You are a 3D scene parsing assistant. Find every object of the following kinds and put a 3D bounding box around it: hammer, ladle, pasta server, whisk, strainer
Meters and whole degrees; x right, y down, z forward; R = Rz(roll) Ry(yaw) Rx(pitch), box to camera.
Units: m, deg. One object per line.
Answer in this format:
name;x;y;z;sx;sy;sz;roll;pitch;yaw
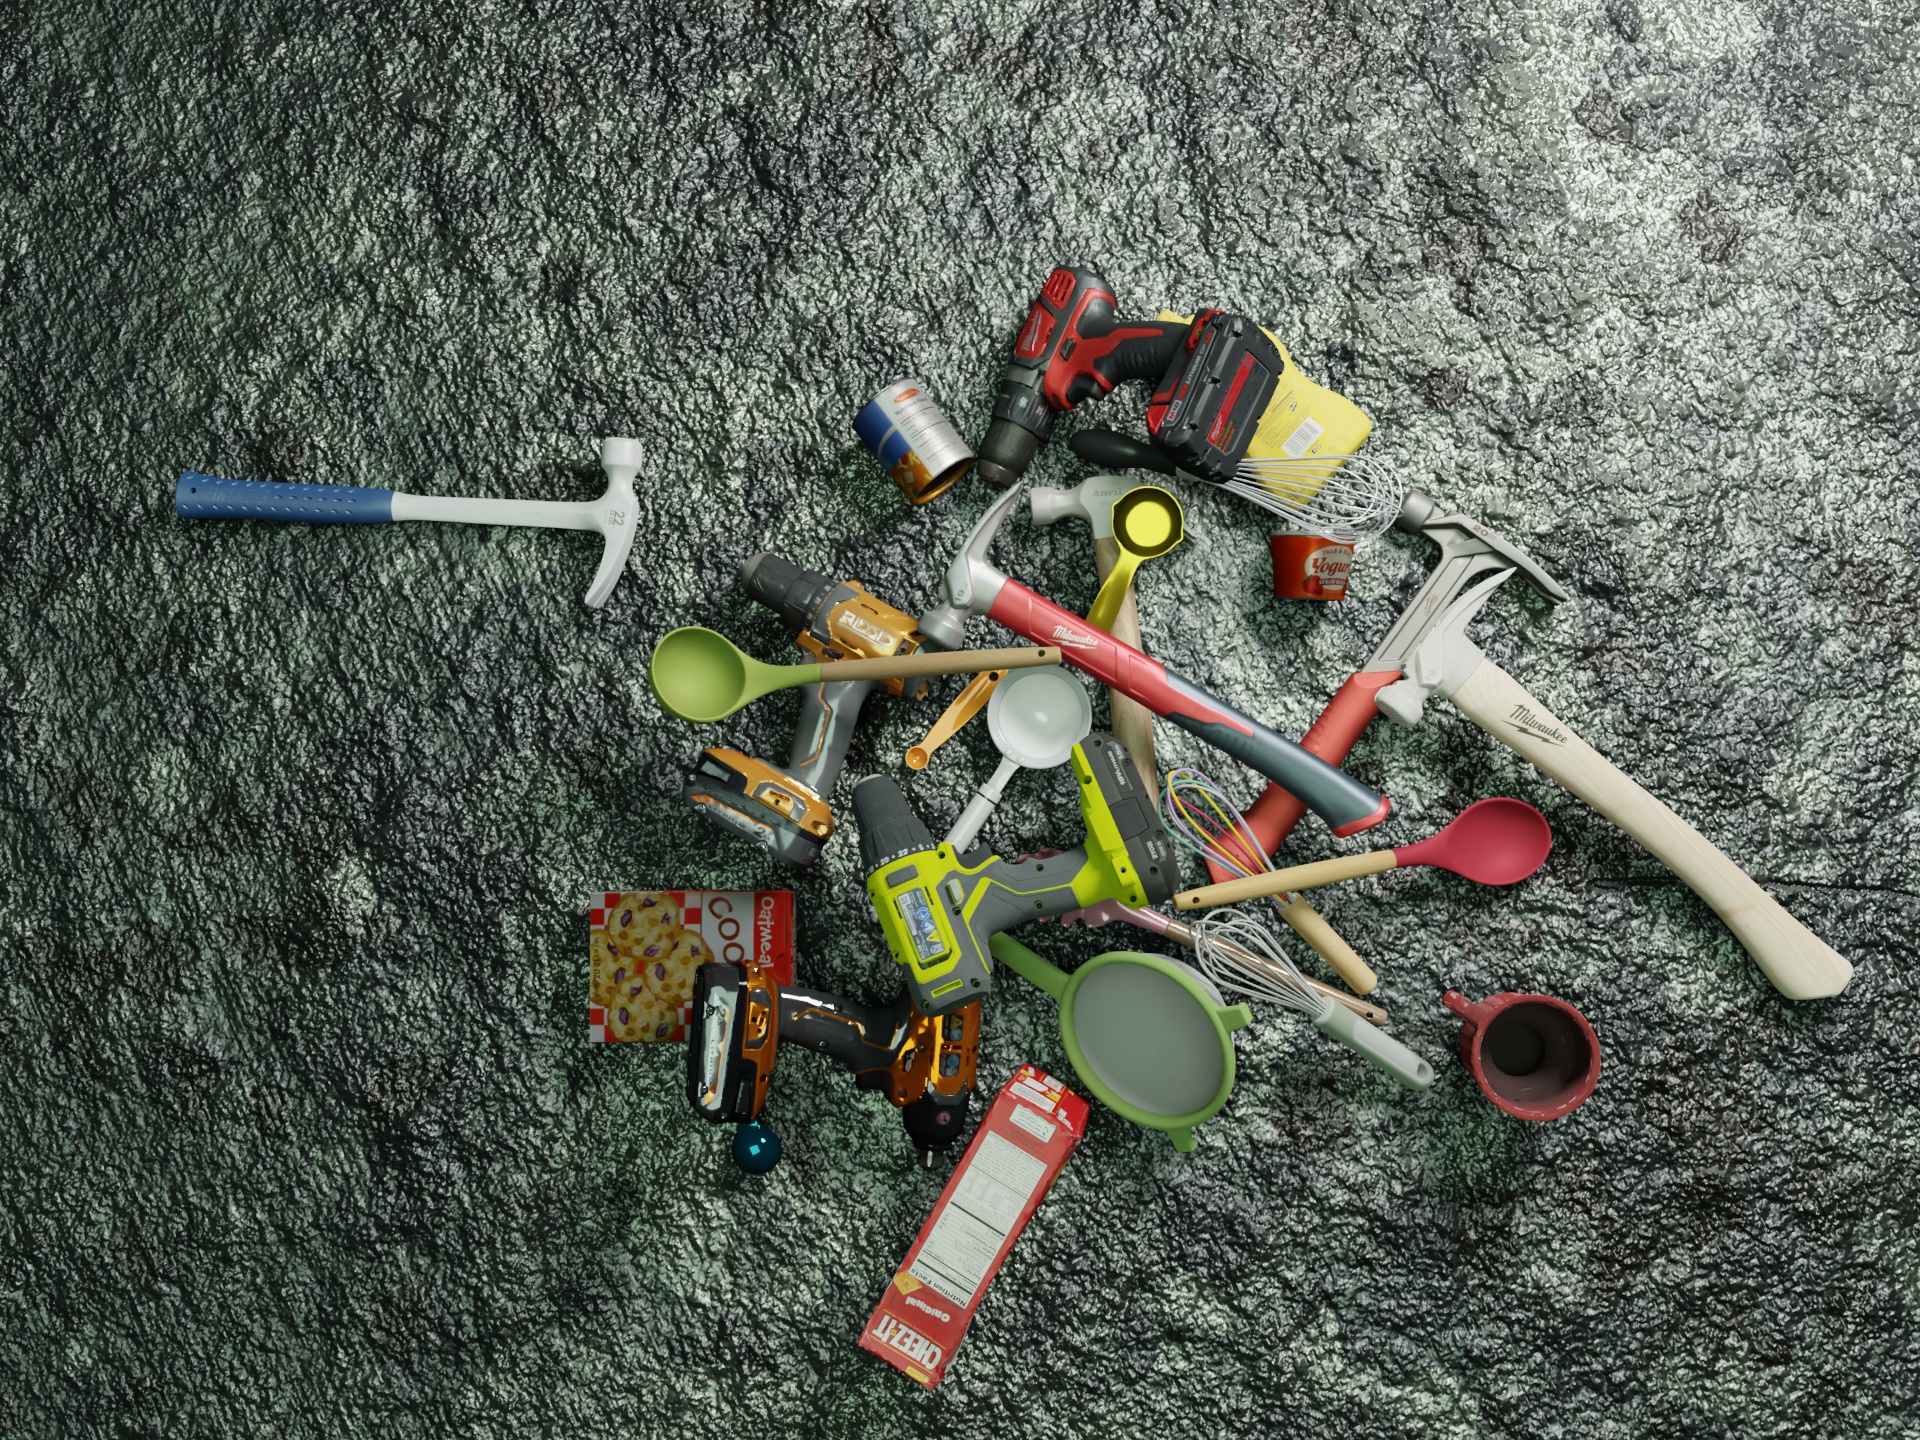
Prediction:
hammer;0.138;-0.035;1.293;0.130;0.031;0.331;-6;85;6
hammer;-0.476;-0.178;1.366;0.405;0.035;0.144;4;86;6
hammer;0.319;-0.002;1.268;0.149;0.036;0.359;36;90;8
ladle;0.308;0.112;1.219;0.315;0.031;0.069;-9;89;-15
ladle;-0.083;-0.043;1.223;0.320;0.062;0.078;-4;72;9
pasta server;0.189;0.177;1.268;0.316;0.040;0.060;23;101;6
whisk;0.211;-0.194;1.253;0.285;0.070;0.070;18;88;29
strainer;0.115;0.214;1.264;0.256;0.069;0.151;30;123;24
strainer;0.027;0.052;1.286;0.087;0.050;0.258;34;89;16
hammer;0.521;0.060;1.223;0.410;0.038;0.146;40;89;1
hammer;0.166;-0.036;1.239;0.386;0.038;0.143;30;91;4
whisk;0.272;0.217;1.216;0.246;0.059;0.058;34;61;-16
whisk;0.239;0.129;1.231;0.051;0.047;0.245;-44;103;0

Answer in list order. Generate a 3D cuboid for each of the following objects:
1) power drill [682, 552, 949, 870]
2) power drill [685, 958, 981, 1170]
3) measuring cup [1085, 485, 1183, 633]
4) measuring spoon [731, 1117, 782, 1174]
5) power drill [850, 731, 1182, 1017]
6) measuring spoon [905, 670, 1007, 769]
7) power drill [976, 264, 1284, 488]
power drill;-0.139;-0.015;1.299;0.185;0.084;0.226;30;85;10
power drill;-0.096;0.268;1.245;0.226;0.084;0.164;5;86;-16
measuring cup;0.129;-0.114;1.275;0.062;0.029;0.156;27;102;8
measuring spoon;-0.178;0.312;1.284;0.042;0.021;0.128;-12;104;9
power drill;0.036;0.099;1.222;0.228;0.080;0.191;-23;72;2
measuring spoon;-0.002;-0.004;1.317;0.021;0.011;0.117;43;87;7
power drill;0.119;-0.252;1.251;0.227;0.080;0.188;27;92;41
